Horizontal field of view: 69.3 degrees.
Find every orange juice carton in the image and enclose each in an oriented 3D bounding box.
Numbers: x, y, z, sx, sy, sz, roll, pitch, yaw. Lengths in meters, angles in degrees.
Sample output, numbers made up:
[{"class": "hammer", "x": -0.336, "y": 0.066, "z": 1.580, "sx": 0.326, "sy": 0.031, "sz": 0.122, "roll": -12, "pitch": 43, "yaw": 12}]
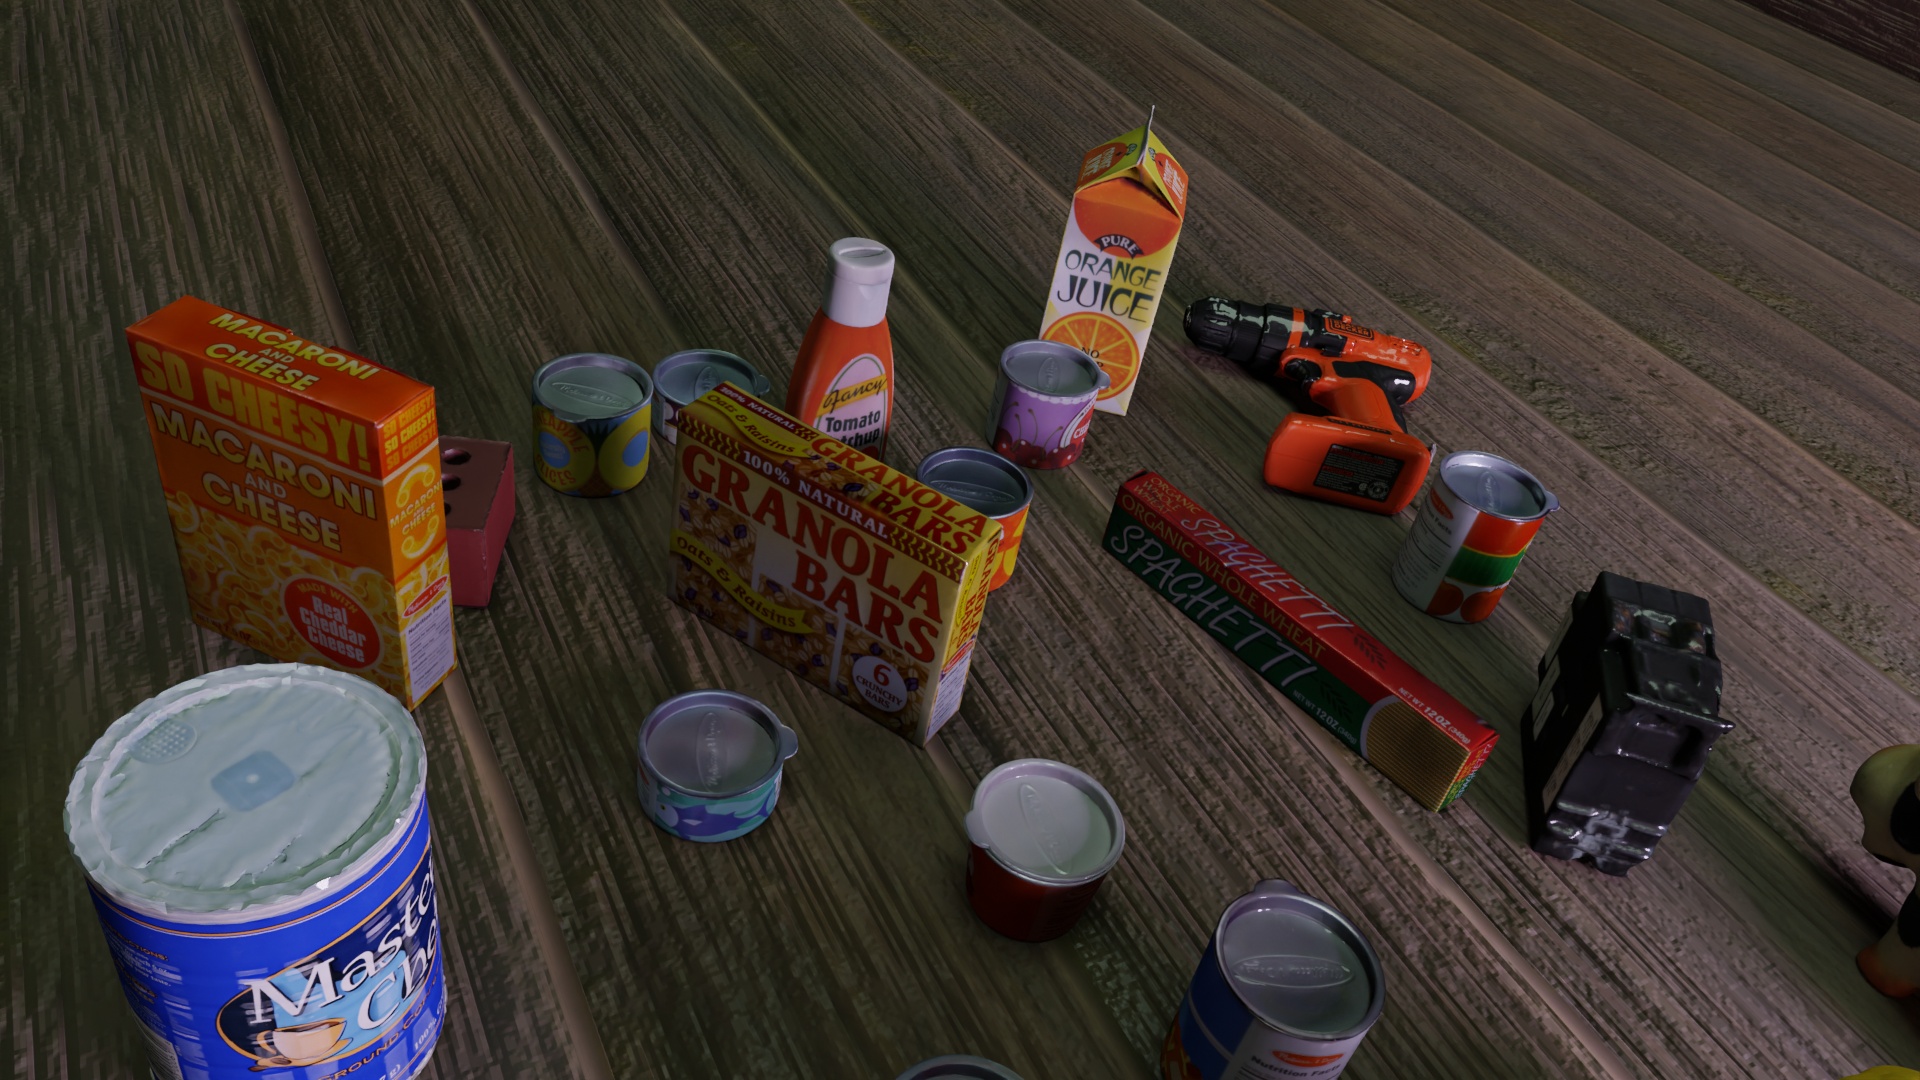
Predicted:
[{"class": "orange juice carton", "x": 0.102, "y": -0.187, "z": 0.923, "sx": 0.073, "sy": 0.191, "sz": 0.072, "roll": 15, "pitch": 38, "yaw": 3}]

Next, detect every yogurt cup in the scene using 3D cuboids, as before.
[{"class": "yogurt cup", "x": 0.033, "y": 0.138, "z": 0.611, "sx": 0.072, "sy": 0.053, "sz": 0.073, "roll": 8, "pitch": 38, "yaw": -6}]

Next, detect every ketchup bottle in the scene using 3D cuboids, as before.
[{"class": "ketchup bottle", "x": -0.067, "y": -0.102, "z": 0.805, "sx": 0.065, "sy": 0.148, "sz": 0.044, "roll": -13, "pitch": 45, "yaw": -29}]

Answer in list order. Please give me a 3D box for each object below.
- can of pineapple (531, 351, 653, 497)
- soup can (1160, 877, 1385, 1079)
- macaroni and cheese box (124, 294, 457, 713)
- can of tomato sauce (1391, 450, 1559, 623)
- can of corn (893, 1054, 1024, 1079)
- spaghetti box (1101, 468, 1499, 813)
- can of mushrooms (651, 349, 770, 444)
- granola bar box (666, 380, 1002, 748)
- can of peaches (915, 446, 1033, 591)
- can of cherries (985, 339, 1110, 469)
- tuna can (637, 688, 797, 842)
[{"class": "can of pineapple", "x": -0.212, "y": -0.065, "z": 0.793, "sx": 0.071, "sy": 0.057, "sz": 0.071, "roll": 8, "pitch": 38, "yaw": -6}, {"class": "soup can", "x": 0.121, "y": 0.188, "z": 0.549, "sx": 0.071, "sy": 0.083, "sz": 0.072, "roll": 8, "pitch": 38, "yaw": -6}, {"class": "macaroni and cheese box", "x": -0.292, "y": -0.013, "z": 0.618, "sx": 0.124, "sy": 0.165, "sz": 0.040, "roll": 20, "pitch": 39, "yaw": 10}, {"class": "can of tomato sauce", "x": 0.308, "y": -0.001, "z": 0.837, "sx": 0.071, "sy": 0.082, "sz": 0.071, "roll": 8, "pitch": 38, "yaw": -6}, {"class": "can of corn", "x": -0.004, "y": 0.228, "z": 0.486, "sx": 0.071, "sy": 0.058, "sz": 0.071, "roll": 8, "pitch": 38, "yaw": -6}, {"class": "spaghetti box", "x": 0.176, "y": 0.048, "z": 0.765, "sx": 0.029, "sy": 0.049, "sz": 0.251, "roll": -22, "pitch": 50, "yaw": -36}, {"class": "can of mushrooms", "x": -0.154, "y": -0.086, "z": 0.854, "sx": 0.071, "sy": 0.033, "sz": 0.071, "roll": 8, "pitch": 38, "yaw": -6}, {"class": "granola bar box", "x": -0.067, "y": 0.011, "z": 0.685, "sx": 0.166, "sy": 0.123, "sz": 0.039, "roll": 28, "pitch": 41, "yaw": 19}, {"class": "can of peaches", "x": 0.003, "y": -0.010, "z": 0.783, "sx": 0.071, "sy": 0.057, "sz": 0.071, "roll": 8, "pitch": 38, "yaw": -6}, {"class": "can of cherries", "x": 0.055, "y": -0.087, "z": 0.893, "sx": 0.071, "sy": 0.058, "sz": 0.072, "roll": 8, "pitch": 38, "yaw": -6}, {"class": "tuna can", "x": -0.111, "y": 0.102, "z": 0.633, "sx": 0.071, "sy": 0.032, "sz": 0.071, "roll": 8, "pitch": 38, "yaw": -6}]
